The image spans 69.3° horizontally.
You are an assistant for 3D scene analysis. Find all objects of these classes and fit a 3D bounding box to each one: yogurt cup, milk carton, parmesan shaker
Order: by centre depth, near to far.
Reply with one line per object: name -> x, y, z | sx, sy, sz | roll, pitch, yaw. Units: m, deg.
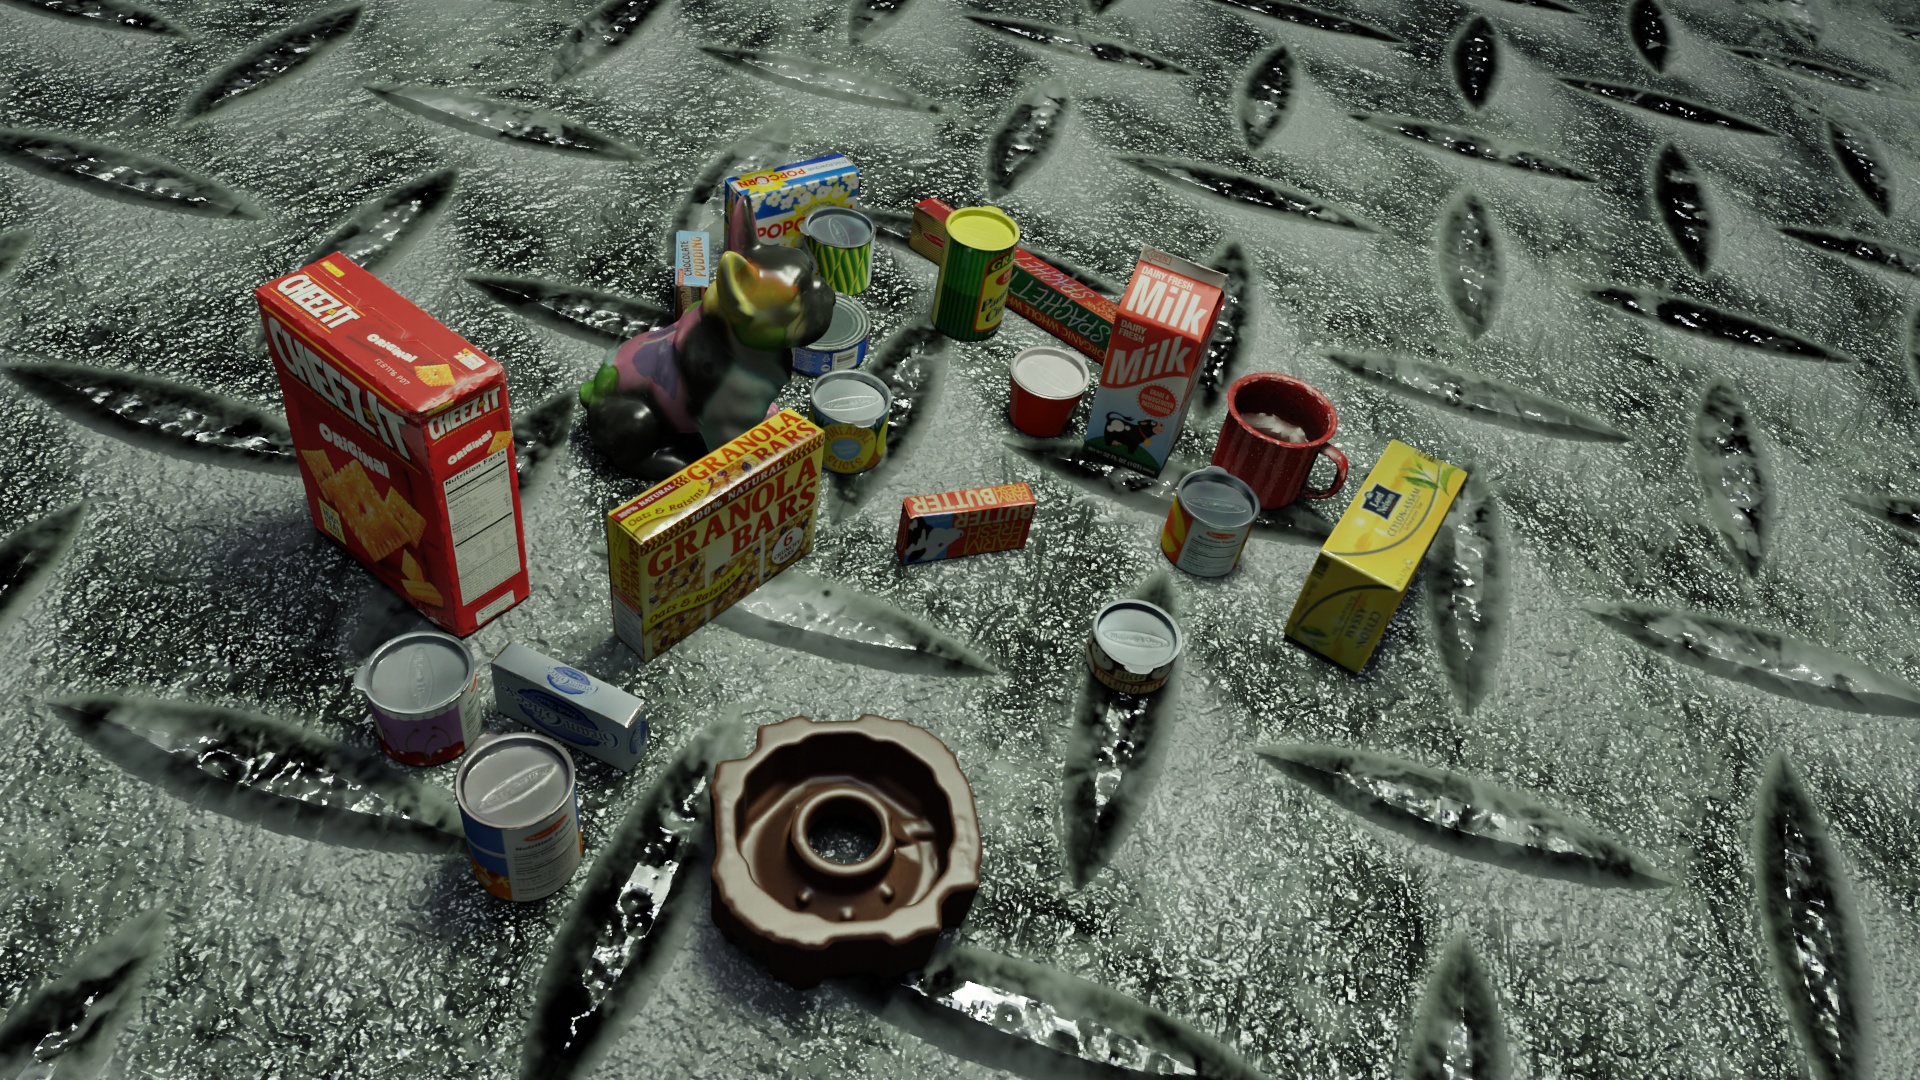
milk carton -> 0.161, -0.151, 1.139 | 0.072, 0.189, 0.074 | 23, 46, 11
yogurt cup -> 0.073, -0.126, 1.193 | 0.072, 0.053, 0.073 | 6, 45, -6
parmesan shaker -> 0.014, -0.242, 1.260 | 0.071, 0.102, 0.072 | 6, 45, -6

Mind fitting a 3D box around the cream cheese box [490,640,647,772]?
cream cheese box -> -0.253, 0.108, 0.901 | 0.104, 0.053, 0.024 | 22, 46, 11

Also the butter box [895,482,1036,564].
butter box -> 0.004, -0.013, 1.070 | 0.104, 0.052, 0.024 | -8, 48, -18

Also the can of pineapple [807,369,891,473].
can of pineapple -> -0.092, -0.095, 1.128 | 0.071, 0.057, 0.071 | 6, 45, -6

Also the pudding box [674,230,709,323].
pudding box -> -0.240, -0.234, 1.240 | 0.030, 0.049, 0.084 | 1, 46, -10

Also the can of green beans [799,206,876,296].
can of green beans -> -0.114, -0.269, 1.293 | 0.071, 0.057, 0.071 | 6, 45, -6

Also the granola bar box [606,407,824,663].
granola bar box -> -0.171, -0.006, 0.978 | 0.039, 0.123, 0.166 | 36, 50, 22

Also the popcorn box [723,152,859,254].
popcorn box -> -0.158, -0.307, 1.303 | 0.127, 0.084, 0.038 | -22, 54, -28

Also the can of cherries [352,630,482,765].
can of cherries -> -0.345, 0.101, 0.887 | 0.071, 0.058, 0.072 | 6, 45, -6

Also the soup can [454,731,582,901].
soup can -> -0.262, 0.163, 0.824 | 0.071, 0.083, 0.072 | 6, 45, -6

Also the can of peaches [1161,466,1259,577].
can of peaches -> 0.198, -0.015, 1.106 | 0.071, 0.057, 0.071 | 6, 45, -6

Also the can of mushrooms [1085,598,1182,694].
can of mushrooms -> 0.126, 0.079, 1.017 | 0.071, 0.033, 0.071 | 6, 45, -6

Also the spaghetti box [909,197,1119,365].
spaghetti box -> 0.055, -0.244, 1.308 | 0.250, 0.049, 0.029 | 35, 50, 22
